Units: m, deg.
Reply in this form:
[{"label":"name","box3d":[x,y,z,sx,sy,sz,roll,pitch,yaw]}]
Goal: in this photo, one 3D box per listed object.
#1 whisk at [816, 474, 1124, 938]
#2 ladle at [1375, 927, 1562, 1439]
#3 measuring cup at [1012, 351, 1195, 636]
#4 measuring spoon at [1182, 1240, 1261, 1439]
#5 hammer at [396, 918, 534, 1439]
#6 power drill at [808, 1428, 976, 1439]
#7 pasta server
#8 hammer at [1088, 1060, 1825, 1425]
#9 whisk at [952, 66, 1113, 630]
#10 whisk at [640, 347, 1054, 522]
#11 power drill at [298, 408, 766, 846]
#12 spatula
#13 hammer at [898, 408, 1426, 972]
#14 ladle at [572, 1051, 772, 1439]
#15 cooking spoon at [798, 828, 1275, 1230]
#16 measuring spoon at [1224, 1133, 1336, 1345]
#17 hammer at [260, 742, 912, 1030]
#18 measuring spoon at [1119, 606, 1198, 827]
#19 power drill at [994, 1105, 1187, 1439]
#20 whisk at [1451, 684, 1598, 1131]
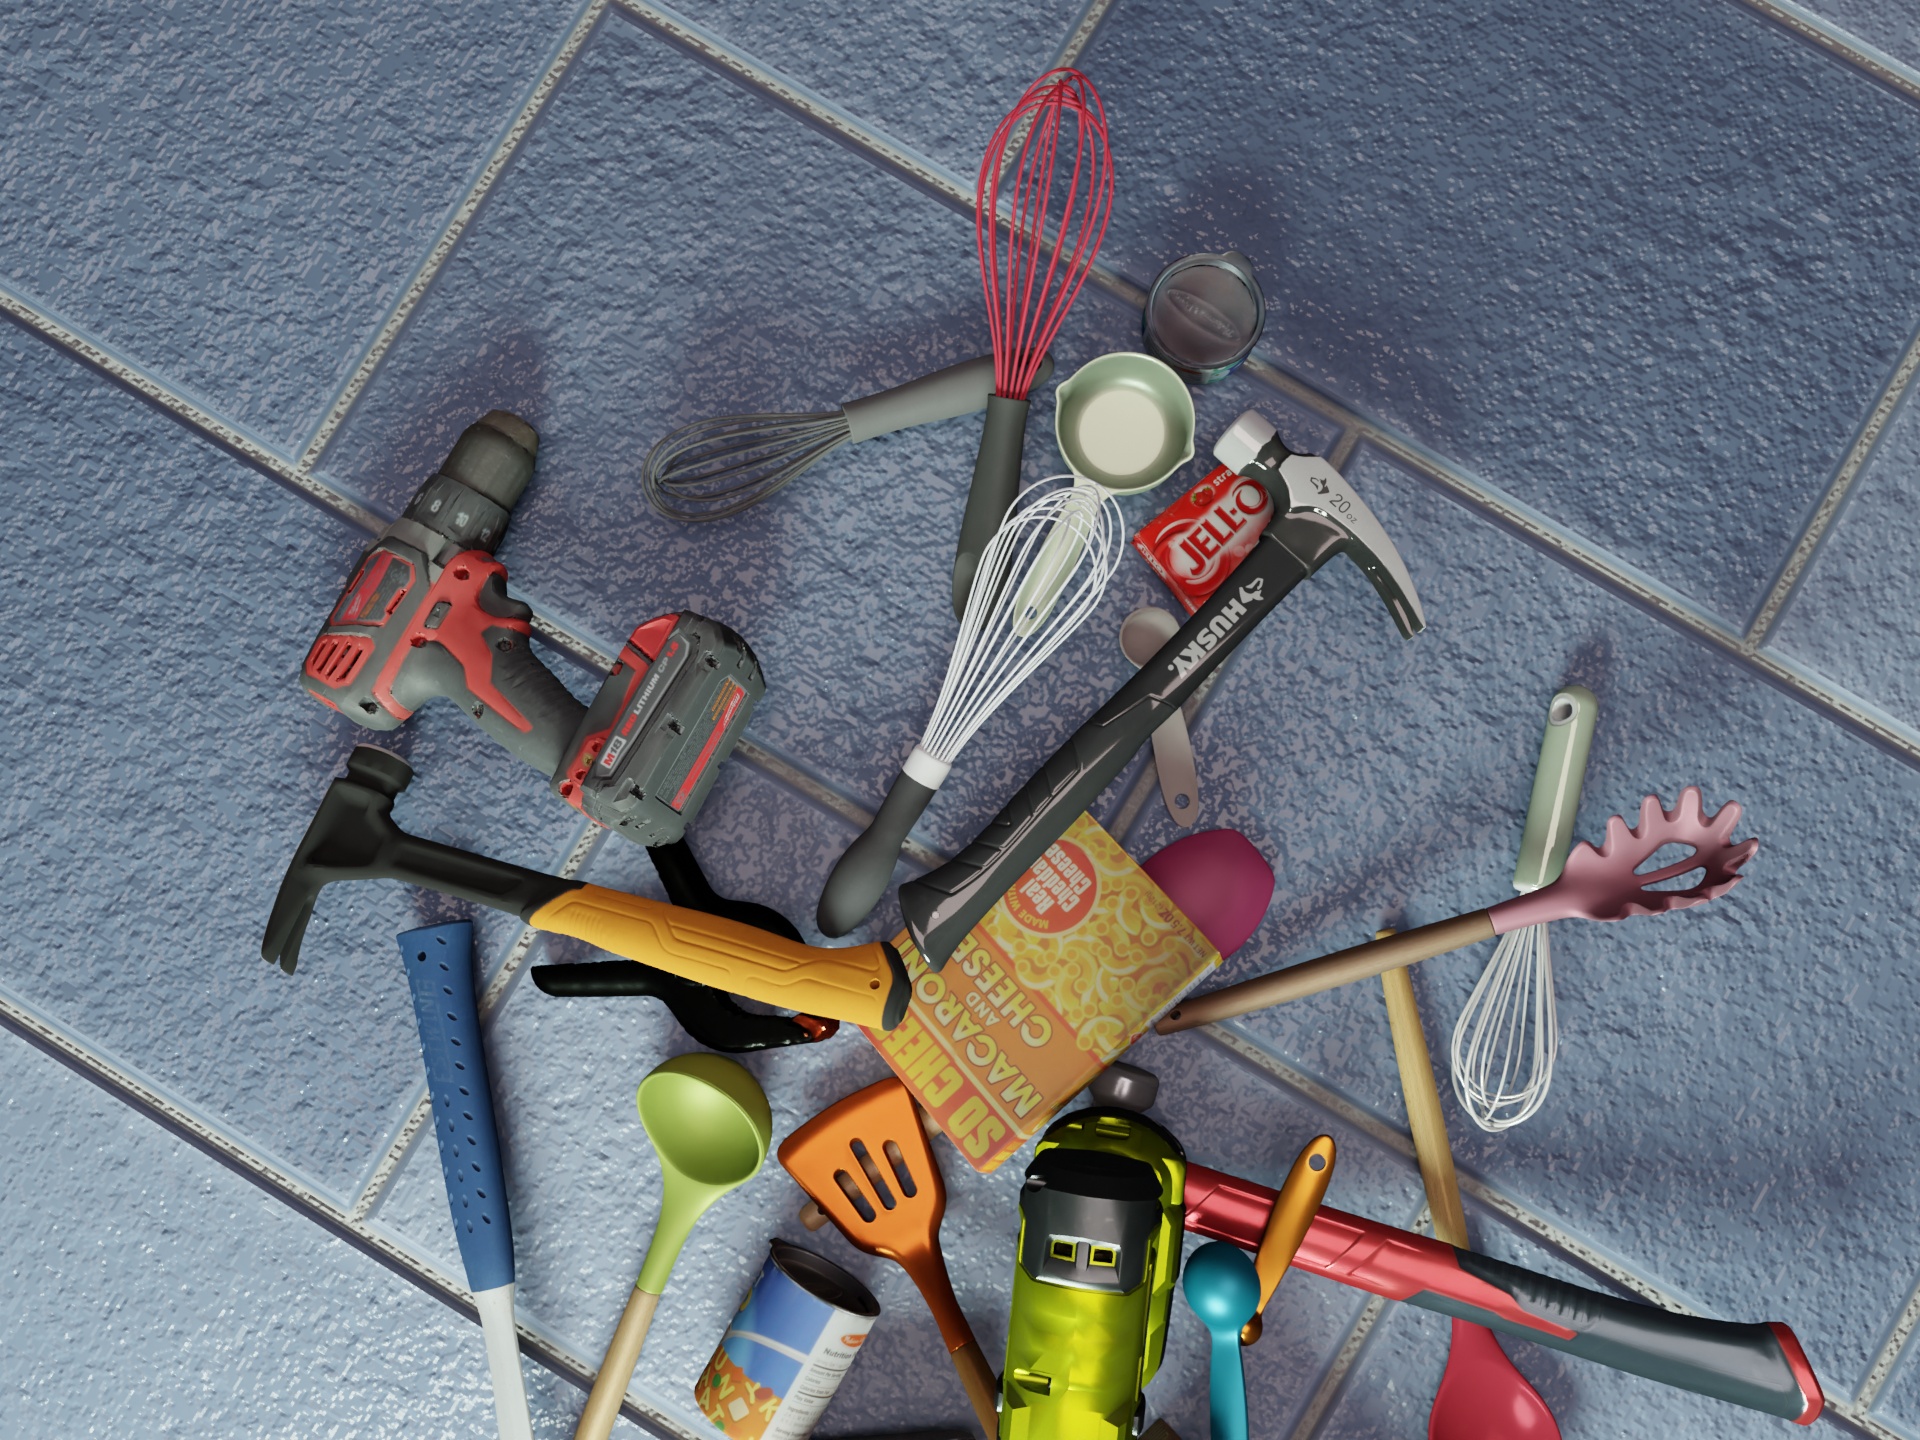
[{"label":"whisk","box3d":[0.000,-0.002,0.847,0.070,0.070,0.284,31,100,3]},{"label":"ladle","box3d":[0.260,0.268,0.853,0.069,0.031,0.315,-11,84,2]},{"label":"measuring cup","box3d":[0.070,-0.122,0.881,0.083,0.038,0.167,26,93,3]},{"label":"measuring spoon","box3d":[0.129,0.328,0.795,0.042,0.021,0.129,-6,82,36]},{"label":"hammer","box3d":[-0.249,0.309,0.835,0.144,0.035,0.406,-16,81,23]},{"label":"power drill","box3d":[-0.060,0.495,0.814,0.185,0.084,0.226,-5,90,1]},{"label":"pasta server","box3d":[0.249,0.111,0.830,0.316,0.040,0.060,-20,58,11]},{"label":"hammer","box3d":[0.236,0.300,0.821,0.386,0.038,0.143,16,87,9]},{"label":"whisk","box3d":[0.030,-0.191,0.844,0.073,0.073,0.295,10,105,1]},{"label":"whisk","box3d":[-0.060,-0.162,0.878,0.239,0.055,0.055,-19,86,-5]},{"label":"power drill","box3d":[-0.219,-0.053,0.843,0.227,0.080,0.188,25,79,16]},{"label":"spatula","box3d":[0.010,0.336,0.794,0.081,0.041,0.323,-30,62,-2]},{"label":"hammer","box3d":[0.094,0.001,0.827,0.146,0.035,0.335,43,83,7]},{"label":"ladle","box3d":[-0.179,0.327,0.838,0.078,0.062,0.320,21,89,16]},{"label":"cooking spoon","box3d":[0.040,0.172,0.865,0.319,0.017,0.069,-39,83,-2]},{"label":"measuring spoon","box3d":[0.164,0.265,0.809,0.021,0.011,0.117,24,90,9]},{"label":"hammer","box3d":[-0.189,0.108,0.818,0.337,0.034,0.127,13,65,12]},{"label":"measuring spoon","box3d":[0.113,-0.002,0.883,0.034,0.018,0.124,-11,92,1]},{"label":"power drill","box3d":[0.057,0.268,0.718,0.080,0.223,0.171,6,87,9]},{"label":"whisk","box3d":[0.310,0.099,0.859,0.059,0.058,0.246,19,82,-33]}]
